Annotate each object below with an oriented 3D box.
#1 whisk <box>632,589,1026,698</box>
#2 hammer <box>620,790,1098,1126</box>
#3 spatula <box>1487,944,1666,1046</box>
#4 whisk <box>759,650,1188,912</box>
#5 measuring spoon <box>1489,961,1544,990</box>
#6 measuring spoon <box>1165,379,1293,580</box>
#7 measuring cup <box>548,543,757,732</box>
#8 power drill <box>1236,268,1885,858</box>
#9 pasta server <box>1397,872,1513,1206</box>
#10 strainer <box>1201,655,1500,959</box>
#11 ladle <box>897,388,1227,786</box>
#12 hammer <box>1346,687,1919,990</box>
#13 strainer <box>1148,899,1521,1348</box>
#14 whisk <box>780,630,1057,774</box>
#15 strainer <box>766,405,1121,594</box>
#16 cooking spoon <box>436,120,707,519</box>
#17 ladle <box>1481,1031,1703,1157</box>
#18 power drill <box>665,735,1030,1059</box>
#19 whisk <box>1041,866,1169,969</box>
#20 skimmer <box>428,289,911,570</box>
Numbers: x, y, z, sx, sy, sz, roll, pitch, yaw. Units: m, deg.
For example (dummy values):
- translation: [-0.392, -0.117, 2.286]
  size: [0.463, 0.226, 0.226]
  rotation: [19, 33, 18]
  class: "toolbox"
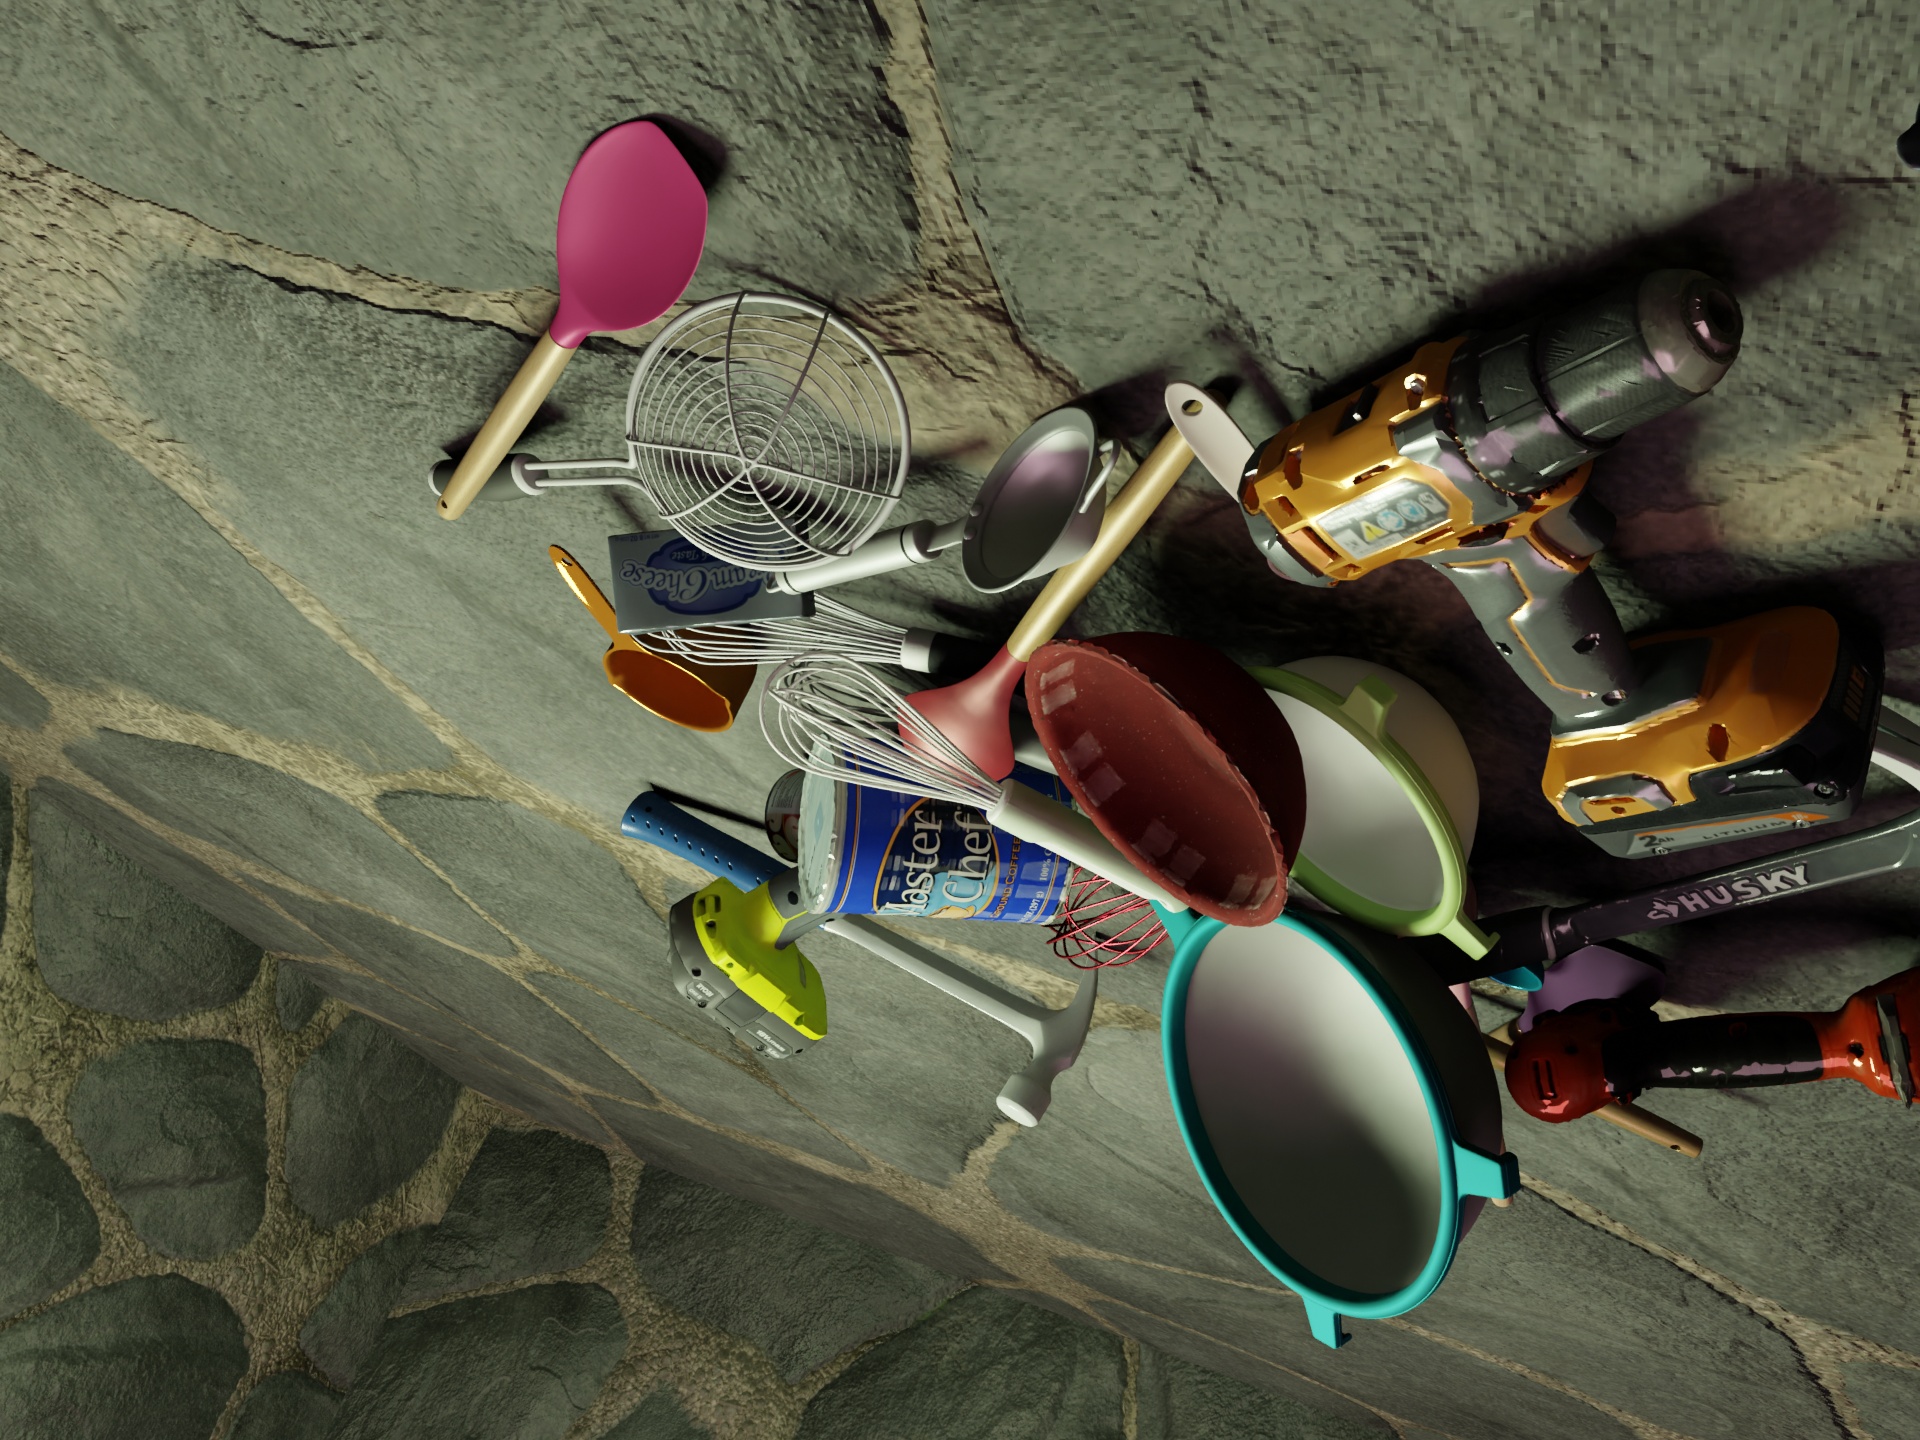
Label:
- translation: [-0.052, -0.044, 0.857]
  size: [0.284, 0.070, 0.070]
  rotation: [13, 152, 13]
  class: "whisk"
- translation: [-0.083, 0.148, 1.204]
  size: [0.406, 0.144, 0.035]
  rotation: [25, 154, 20]
  class: "hammer"
- translation: [0.351, 0.200, 1.006]
  size: [0.060, 0.018, 0.315]
  rotation: [23, 153, 3]
  class: "spatula"
- translation: [0.013, 0.037, 0.793]
  size: [0.246, 0.059, 0.058]
  rotation: [27, 175, -12]
  class: "whisk"
- translation: [0.289, 0.134, 0.944]
  size: [0.042, 0.021, 0.129]
  rotation: [42, 159, -31]
  class: "measuring spoon"
- translation: [0.118, -0.099, 0.639]
  size: [0.034, 0.018, 0.124]
  rotation: [-22, 134, 31]
  class: "measuring spoon"
- translation: [-0.183, -0.062, 0.943]
  size: [0.095, 0.052, 0.173]
  rotation: [8, 148, 31]
  class: "measuring cup"
- translation: [0.235, -0.053, 0.567]
  size: [0.226, 0.084, 0.185]
  rotation: [39, 150, -17]
  class: "power drill"
- translation: [0.293, 0.189, 0.930]
  size: [0.060, 0.040, 0.316]
  rotation: [4, 131, 35]
  class: "pasta server"
- translation: [0.162, 0.015, 0.782]
  size: [0.256, 0.069, 0.151]
  rotation: [17, 141, 60]
  class: "strainer"
- translation: [0.040, -0.047, 0.742]
  size: [0.069, 0.031, 0.315]
  rotation: [33, 141, -4]
  class: "ladle"
- translation: [0.297, 0.096, 0.767]
  size: [0.149, 0.036, 0.409]
  rotation: [43, 144, -12]
  class: "hammer"
- translation: [0.174, 0.138, 0.845]
  size: [0.341, 0.095, 0.210]
  rotation: [59, 147, 32]
  class: "strainer"
- translation: [-0.001, -0.004, 0.876]
  size: [0.239, 0.055, 0.055]
  rotation: [17, 154, 26]
  class: "whisk"
- translation: [-0.010, -0.082, 0.714]
  size: [0.050, 0.087, 0.258]
  rotation: [31, 155, -35]
  class: "strainer"
- translation: [-0.193, -0.167, 0.740]
  size: [0.069, 0.017, 0.319]
  rotation: [54, 141, -4]
  class: "cooking spoon"
- translation: [0.299, 0.202, 0.983]
  size: [0.320, 0.062, 0.078]
  rotation: [25, 143, 9]
  class: "ladle"
- translation: [-0.066, 0.125, 1.049]
  size: [0.223, 0.080, 0.171]
  rotation: [-33, 126, 14]
  class: "power drill"
- translation: [0.137, 0.096, 0.957]
  size: [0.073, 0.073, 0.296]
  rotation: [33, 147, -16]
  class: "whisk"
- translation: [-0.167, -0.137, 0.803]
  size: [0.363, 0.090, 0.127]
  rotation: [9, 128, 51]
  class: "skimmer"
